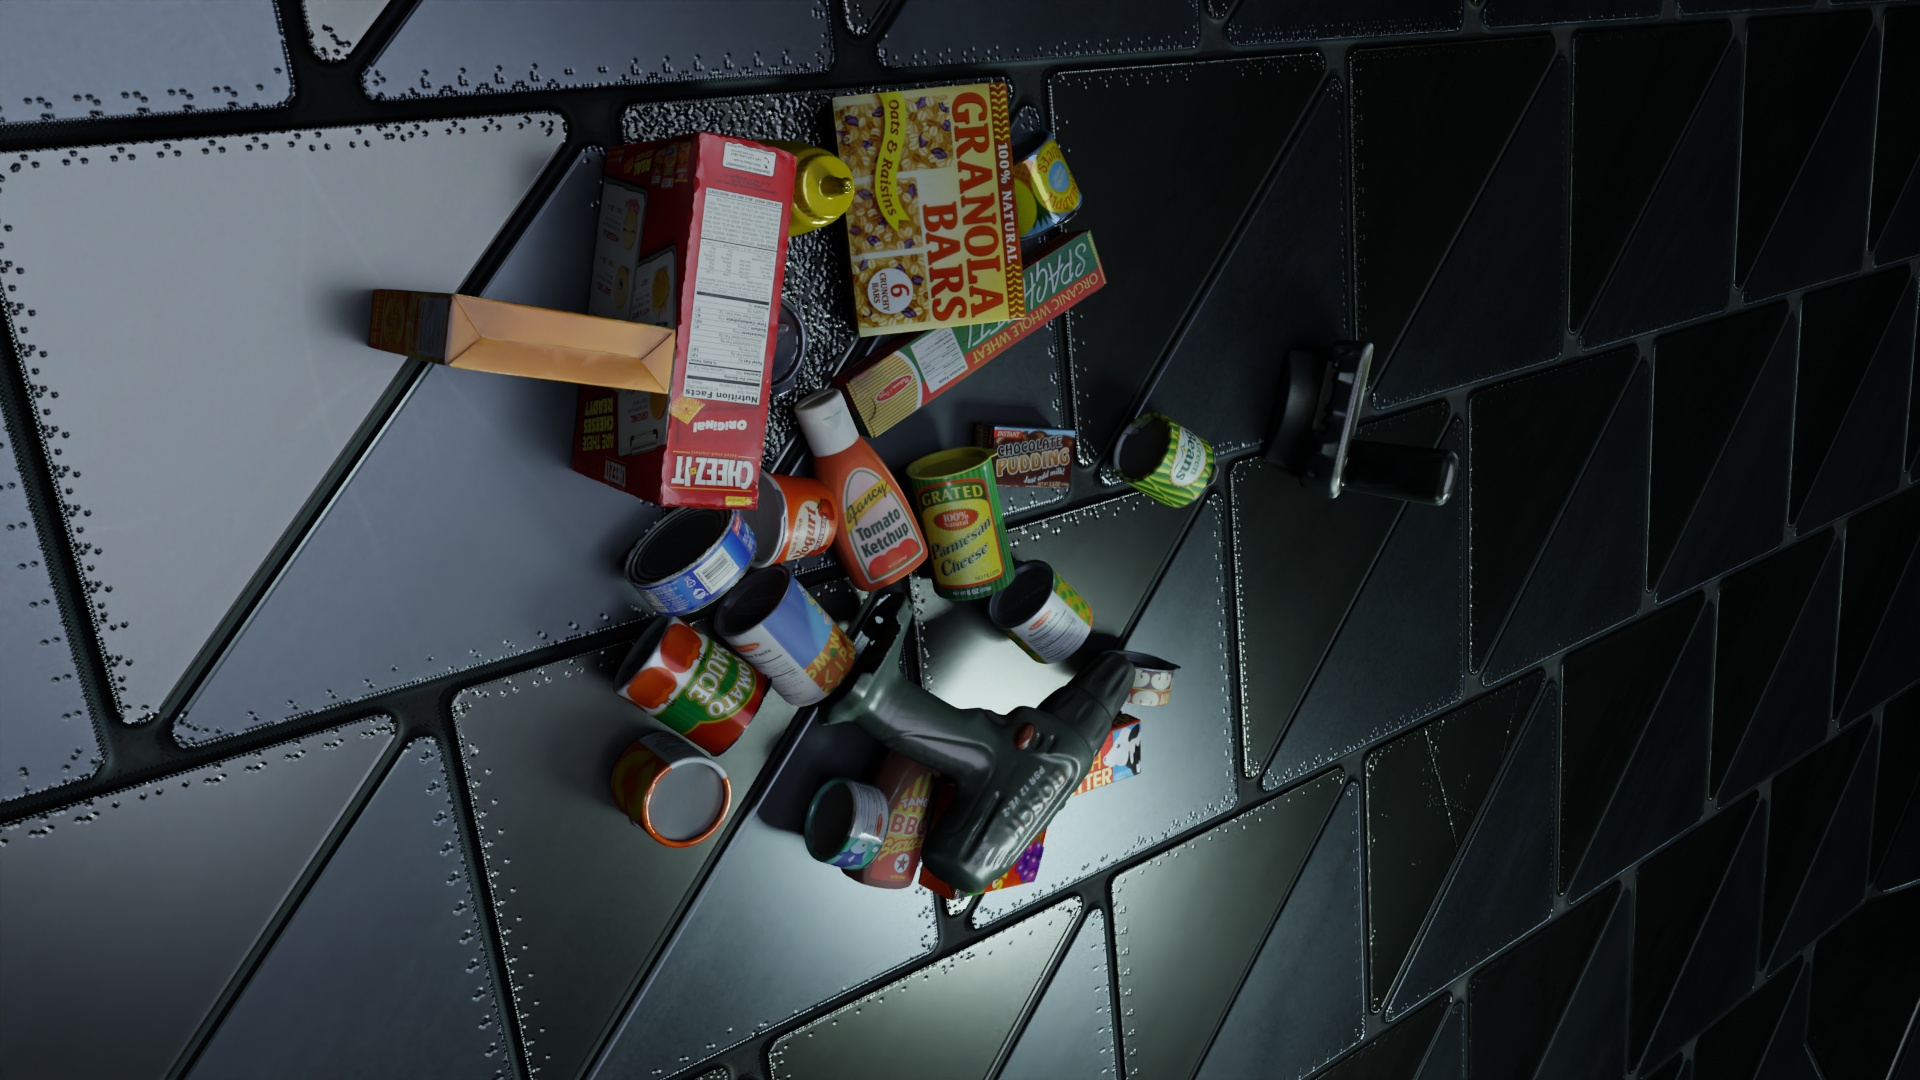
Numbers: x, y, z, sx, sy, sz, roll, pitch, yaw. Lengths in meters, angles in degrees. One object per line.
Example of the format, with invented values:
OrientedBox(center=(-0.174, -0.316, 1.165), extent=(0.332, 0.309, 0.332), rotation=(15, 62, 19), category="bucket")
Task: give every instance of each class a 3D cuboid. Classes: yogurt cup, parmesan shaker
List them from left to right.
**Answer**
OrientedBox(center=(-0.124, -0.016, 0.981), extent=(0.054, 0.072, 0.072), rotation=(-4, 102, -43), category="yogurt cup")
OrientedBox(center=(0.004, -0.013, 1.067), extent=(0.071, 0.071, 0.102), rotation=(-24, 113, -29), category="parmesan shaker")

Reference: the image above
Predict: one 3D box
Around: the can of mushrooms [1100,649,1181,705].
OrientedBox(center=(0.153, 0.119, 1.201), extent=(0.071, 0.071, 0.033), rotation=(5, 98, -36), category="can of mushrooms")

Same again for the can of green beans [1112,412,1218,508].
OrientedBox(center=(0.172, -0.068, 1.178), extent=(0.058, 0.071, 0.071), rotation=(26, 84, -36), category="can of green beans")

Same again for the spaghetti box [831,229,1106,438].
OrientedBox(center=(0.012, -0.162, 1.067), extent=(0.251, 0.029, 0.050), rotation=(-36, 118, -24), category="spaghetti box")

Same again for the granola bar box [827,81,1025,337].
OrientedBox(center=(-0.023, -0.236, 0.993), extent=(0.124, 0.039, 0.165), rotation=(-8, 106, -7), category="granola bar box")

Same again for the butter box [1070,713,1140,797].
OrientedBox(center=(0.113, 0.190, 1.215), extent=(0.104, 0.024, 0.053), rotation=(-12, 107, -33), category="butter box")

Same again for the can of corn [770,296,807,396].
OrientedBox(center=(-0.146, -0.134, 0.943), extent=(0.071, 0.058, 0.071), rotation=(-8, 104, -34), category="can of corn")

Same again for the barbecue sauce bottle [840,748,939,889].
OrientedBox(center=(-0.045, 0.196, 1.092), extent=(0.065, 0.044, 0.148), rotation=(20, 88, -47), category="barbecue sauce bottle")

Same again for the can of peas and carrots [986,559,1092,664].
OrientedBox(center=(0.064, 0.057, 1.129), extent=(0.058, 0.071, 0.071), rotation=(44, 74, -34), category="can of peas and carrots")

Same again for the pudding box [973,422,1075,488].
OrientedBox(center=(0.050, -0.068, 1.113), extent=(0.084, 0.030, 0.049), rotation=(1, 98, -36), category="pudding box")

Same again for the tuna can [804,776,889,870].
OrientedBox(center=(-0.088, 0.215, 1.054), extent=(0.033, 0.071, 0.071), rotation=(25, 85, -35), category="tuna can")

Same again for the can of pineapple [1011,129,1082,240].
OrientedBox(center=(0.052, -0.269, 1.049), extent=(0.071, 0.071, 0.057), rotation=(-43, 121, -21), category="can of pineapple")

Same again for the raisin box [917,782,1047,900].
OrientedBox(center=(0.025, 0.239, 1.132), extent=(0.123, 0.040, 0.086), rotation=(9, 94, -55), category="raisin box")

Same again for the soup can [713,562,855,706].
OrientedBox(center=(-0.124, 0.067, 0.996), extent=(0.071, 0.071, 0.083), rotation=(-49, 124, -17), category="soup can")

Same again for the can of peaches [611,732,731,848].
OrientedBox(center=(-0.202, 0.176, 0.967), extent=(0.071, 0.058, 0.071), rotation=(-8, 104, -34), category="can of peaches")

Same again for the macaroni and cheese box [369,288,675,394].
OrientedBox(center=(-0.256, -0.117, 0.801), extent=(0.124, 0.166, 0.040), rotation=(4, 97, -36), category="macaroni and cheese box")

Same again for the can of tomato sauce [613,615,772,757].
OrientedBox(center=(-0.183, 0.097, 0.947), extent=(0.083, 0.071, 0.071), rotation=(37, 77, -20), category="can of tomato sauce")

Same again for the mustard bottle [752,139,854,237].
OrientedBox(center=(-0.109, -0.224, 0.887), extent=(0.049, 0.160, 0.065), rotation=(-20, 112, -32), category="mustard bottle")

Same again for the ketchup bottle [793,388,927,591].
OrientedBox(center=(-0.078, -0.039, 1.020), extent=(0.065, 0.043, 0.148), rotation=(-31, 116, -19), category="ketchup bottle")
